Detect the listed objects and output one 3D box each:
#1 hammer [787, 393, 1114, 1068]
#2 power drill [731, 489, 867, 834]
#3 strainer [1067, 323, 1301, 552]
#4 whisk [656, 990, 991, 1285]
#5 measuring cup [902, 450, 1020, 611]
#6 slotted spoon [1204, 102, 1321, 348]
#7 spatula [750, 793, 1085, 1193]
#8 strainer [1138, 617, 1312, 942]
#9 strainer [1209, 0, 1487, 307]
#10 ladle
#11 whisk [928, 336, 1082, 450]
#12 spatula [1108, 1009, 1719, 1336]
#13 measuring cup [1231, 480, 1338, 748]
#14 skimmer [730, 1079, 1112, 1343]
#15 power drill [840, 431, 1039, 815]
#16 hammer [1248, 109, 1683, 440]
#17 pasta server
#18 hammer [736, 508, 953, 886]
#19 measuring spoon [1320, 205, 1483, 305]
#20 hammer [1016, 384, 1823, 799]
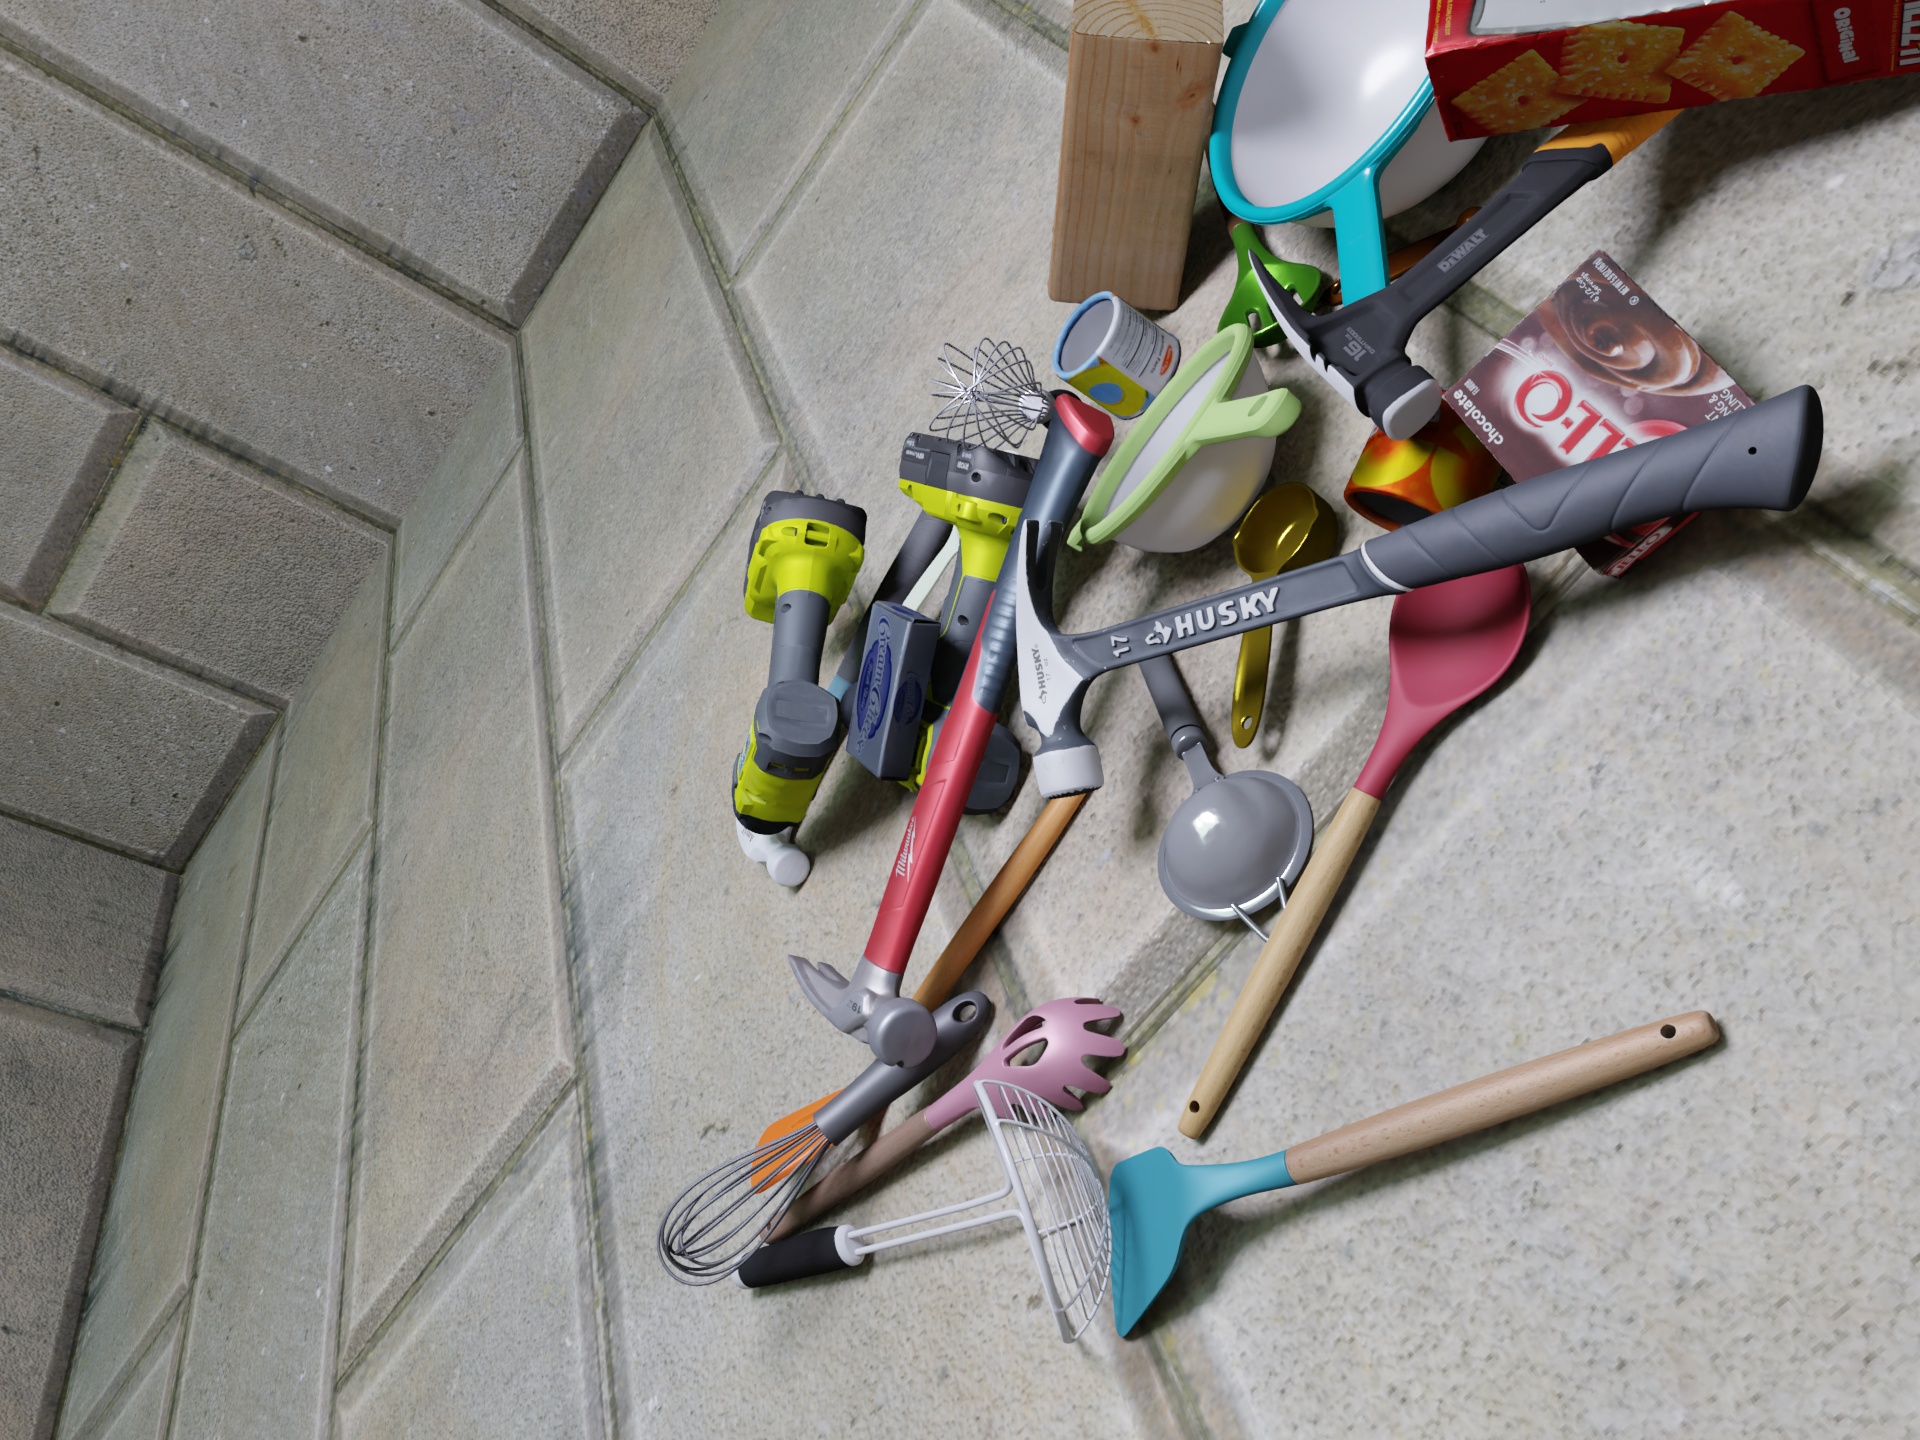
[{"bbox_3d":[-0.001,-0.003,0.929,0.143,0.038,0.386,22,93,60],"label":"hammer"},{"bbox_3d":[-0.123,-0.037,1.143,0.171,0.080,0.223,120,157,-57],"label":"power drill"},{"bbox_3d":[0.148,-0.144,0.867,0.151,0.069,0.256,-55,12,-1],"label":"strainer"},{"bbox_3d":[-0.075,0.238,0.917,0.239,0.055,0.055,-39,31,-4],"label":"whisk"},{"bbox_3d":[0.007,-0.115,1.134,0.167,0.038,0.083,-51,34,25],"label":"measuring cup"},{"bbox_3d":[0.184,-0.334,1.045,0.070,0.031,0.314,-27,41,22],"label":"slotted spoon"},{"bbox_3d":[-0.022,0.156,0.961,0.322,0.041,0.081,-55,9,9],"label":"spatula"},{"bbox_3d":[0.123,0.017,0.855,0.087,0.050,0.259,-34,35,15],"label":"strainer"},{"bbox_3d":[0.243,-0.309,0.880,0.211,0.095,0.341,-31,49,49],"label":"strainer"},{"bbox_3d":[0.180,0.058,0.748,0.069,0.031,0.315,31,95,44],"label":"ladle"},{"bbox_3d":[0.040,-0.199,0.995,0.070,0.070,0.284,-53,-7,16],"label":"whisk"},{"bbox_3d":[0.169,0.183,0.674,0.317,0.044,0.082,-31,41,34],"label":"spatula"},{"bbox_3d":[0.170,-0.054,0.852,0.062,0.029,0.157,-14,58,52],"label":"measuring cup"},{"bbox_3d":[-0.047,0.282,0.854,0.363,0.090,0.127,-32,74,44],"label":"skimmer"},{"bbox_3d":[-0.012,-0.067,1.049,0.191,0.080,0.228,27,107,58],"label":"power drill"},{"bbox_3d":[0.296,-0.278,0.737,0.337,0.034,0.127,-39,56,9],"label":"hammer"},{"bbox_3d":[-0.024,0.242,0.915,0.316,0.040,0.060,-43,36,36],"label":"pasta server"},{"bbox_3d":[-0.078,-0.041,1.206,0.331,0.033,0.128,-61,32,2],"label":"hammer"},{"bbox_3d":[0.249,-0.264,0.907,0.117,0.011,0.021,-17,53,51],"label":"measuring spoon"},{"bbox_3d":[0.179,-0.071,0.735,0.409,0.036,0.149,-16,82,42],"label":"hammer"}]
